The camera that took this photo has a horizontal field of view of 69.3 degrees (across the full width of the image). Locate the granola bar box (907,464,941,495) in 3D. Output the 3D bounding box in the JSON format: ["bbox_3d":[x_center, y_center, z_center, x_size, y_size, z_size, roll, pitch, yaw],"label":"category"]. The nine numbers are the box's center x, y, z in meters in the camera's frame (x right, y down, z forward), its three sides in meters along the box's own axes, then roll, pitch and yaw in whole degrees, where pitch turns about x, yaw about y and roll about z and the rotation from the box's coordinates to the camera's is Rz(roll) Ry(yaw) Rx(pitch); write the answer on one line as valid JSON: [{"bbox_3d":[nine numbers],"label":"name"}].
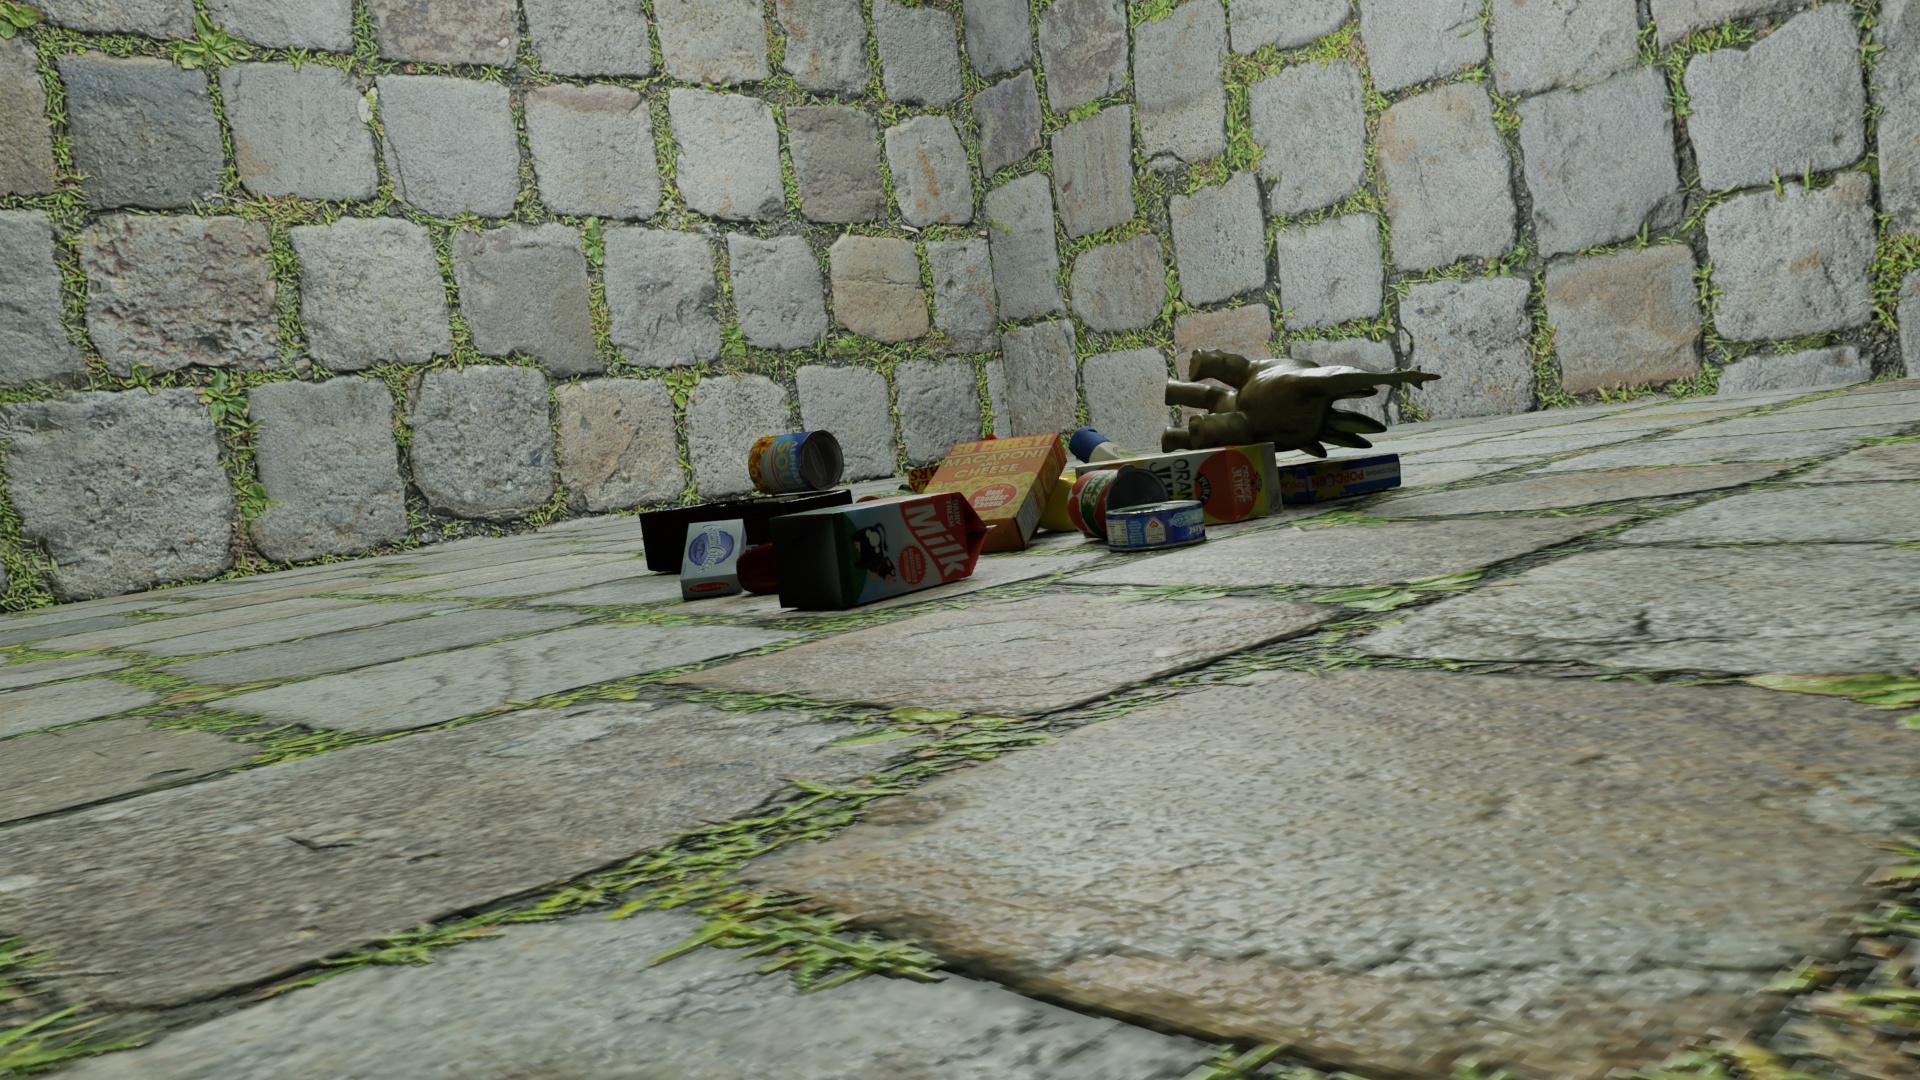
[{"bbox_3d":[0.035,-0.067,1.748,0.165,0.039,0.124,-9,-18,24],"label":"granola bar box"}]

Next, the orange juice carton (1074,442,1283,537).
[{"bbox_3d":[0.215,-0.051,1.364,0.192,0.071,0.073,-6,4,17],"label":"orange juice carton"}]

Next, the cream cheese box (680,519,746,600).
[{"bbox_3d":[-0.225,0.016,1.273,0.053,0.024,0.104,-6,30,-3],"label":"cream cheese box"}]

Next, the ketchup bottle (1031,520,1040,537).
[{"bbox_3d":[0.005,-0.018,1.454,0.149,0.043,0.065,-5,12,22],"label":"ketchup bottle"}]

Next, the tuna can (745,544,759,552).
[{"bbox_3d":[-0.221,0.025,1.343,0.071,0.033,0.071,-7,5,1],"label":"tuna can"}]

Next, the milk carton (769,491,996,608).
[{"bbox_3d":[-0.056,0.003,1.111,0.072,0.073,0.191,-4,5,40],"label":"milk carton"}]

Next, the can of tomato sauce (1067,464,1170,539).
[{"bbox_3d":[0.145,-0.035,1.291,0.071,0.071,0.083,-9,4,-20],"label":"can of tomato sauce"}]

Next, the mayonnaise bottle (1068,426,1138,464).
[{"bbox_3d":[0.174,-0.074,1.479,0.065,0.041,0.148,6,26,-43],"label":"mayonnaise bottle"}]

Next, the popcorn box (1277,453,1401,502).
[{"bbox_3d":[0.394,-0.067,1.487,0.127,0.038,0.085,-9,5,-23],"label":"popcorn box"}]

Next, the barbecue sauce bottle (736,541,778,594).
[{"bbox_3d":[-0.150,0.017,1.266,0.065,0.043,0.149,-13,3,13],"label":"barbecue sauce bottle"}]

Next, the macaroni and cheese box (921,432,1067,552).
[{"bbox_3d":[0.026,-0.046,1.397,0.123,0.040,0.167,-5,31,24],"label":"macaroni and cheese box"}]

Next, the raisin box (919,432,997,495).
[{"bbox_3d":[0.005,-0.062,1.560,0.123,0.040,0.086,-41,14,4],"label":"raisin box"}]

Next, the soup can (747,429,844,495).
[{"bbox_3d":[-0.182,-0.083,1.512,0.083,0.071,0.071,-4,5,37],"label":"soup can"}]

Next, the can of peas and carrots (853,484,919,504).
[{"bbox_3d":[-0.073,-0.019,1.423,0.071,0.071,0.059,-4,6,38],"label":"can of peas and carrots"}]
